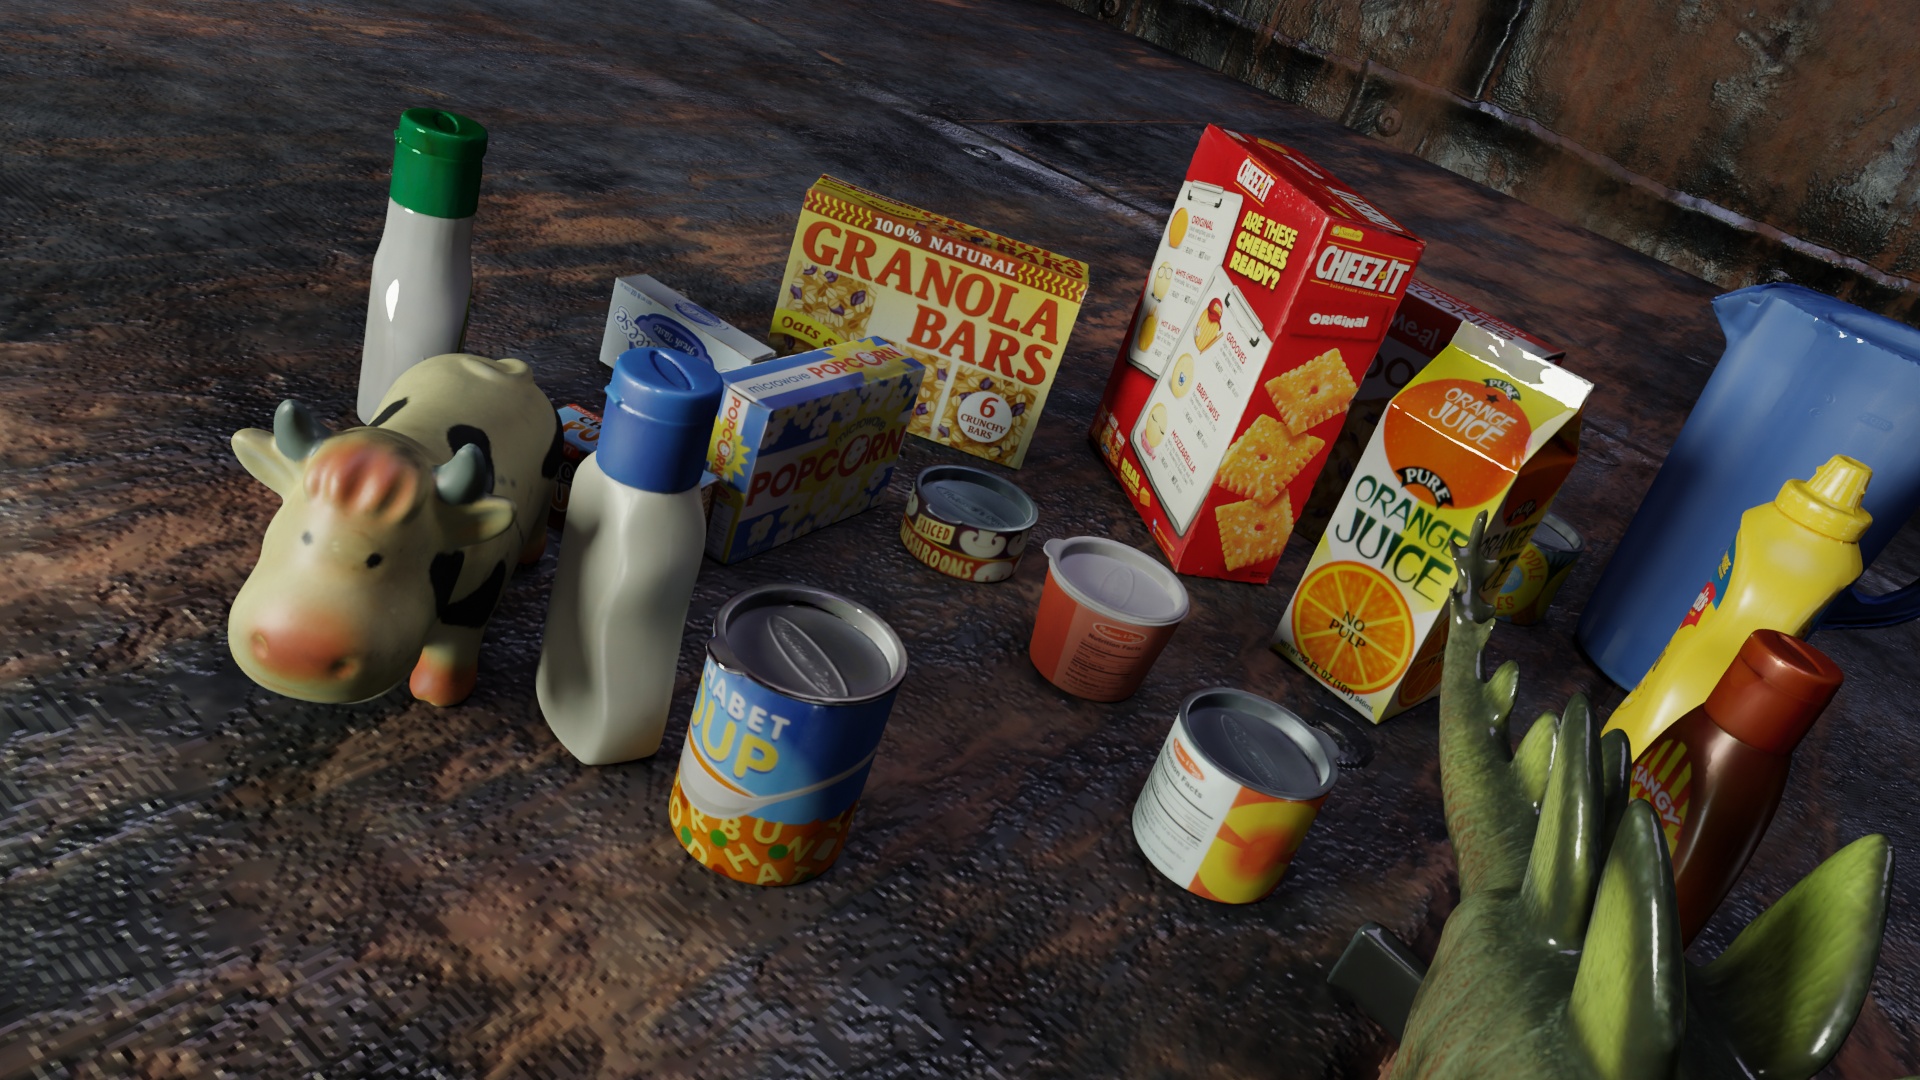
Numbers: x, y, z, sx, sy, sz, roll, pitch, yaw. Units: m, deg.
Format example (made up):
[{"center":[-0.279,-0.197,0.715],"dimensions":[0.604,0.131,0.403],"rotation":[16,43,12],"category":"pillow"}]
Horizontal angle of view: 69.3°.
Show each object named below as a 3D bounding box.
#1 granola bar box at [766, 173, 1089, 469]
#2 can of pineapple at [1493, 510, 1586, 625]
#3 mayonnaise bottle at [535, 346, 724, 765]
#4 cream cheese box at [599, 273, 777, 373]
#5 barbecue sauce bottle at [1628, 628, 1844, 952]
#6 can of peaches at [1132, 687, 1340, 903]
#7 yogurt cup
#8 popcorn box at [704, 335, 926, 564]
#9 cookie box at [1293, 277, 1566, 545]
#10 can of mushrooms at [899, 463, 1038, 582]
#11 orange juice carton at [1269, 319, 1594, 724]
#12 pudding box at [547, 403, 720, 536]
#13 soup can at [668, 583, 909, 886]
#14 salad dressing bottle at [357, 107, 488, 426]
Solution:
[{"center":[-0.022,-0.127,0.813],"dimensions":[0.166,0.123,0.039],"rotation":[19,27,-2],"category":"granola bar box"},{"center":[0.345,0.012,0.869],"dimensions":[0.071,0.057,0.071],"rotation":[15,28,-8],"category":"can of pineapple"},{"center":[-0.116,0.005,0.490],"dimensions":[0.041,0.147,0.065],"rotation":[-3,35,-37],"category":"mayonnaise bottle"},{"center":[-0.150,-0.100,0.760],"dimensions":[0.104,0.053,0.024],"rotation":[32,30,22],"category":"cream cheese box"},{"center":[0.308,0.106,0.580],"dimensions":[0.044,0.147,0.065],"rotation":[14,28,-11],"category":"barbecue sauce bottle"},{"center":[0.111,0.102,0.558],"dimensions":[0.071,0.057,0.071],"rotation":[15,28,-8],"category":"can of peaches"},{"center":[0.066,0.038,0.648],"dimensions":[0.072,0.053,0.073],"rotation":[15,28,-8],"category":"yogurt cup"},{"center":[-0.076,-0.047,0.677],"dimensions":[0.038,0.084,0.127],"rotation":[32,30,22],"category":"popcorn box"},{"center":[0.265,-0.066,0.841],"dimensions":[0.123,0.166,0.040],"rotation":[37,32,29],"category":"cookie box"},{"center":[0.003,-0.009,0.715],"dimensions":[0.071,0.033,0.071],"rotation":[15,28,-8],"category":"can of mushrooms"},{"center":[0.237,-0.009,0.694],"dimensions":[0.073,0.191,0.072],"rotation":[-11,40,-45],"category":"orange juice carton"},{"center":[-0.153,-0.021,0.621],"dimensions":[0.084,0.049,0.030],"rotation":[27,28,14],"category":"pudding box"},{"center":[-0.064,0.067,0.482],"dimensions":[0.071,0.083,0.072],"rotation":[15,28,-8],"category":"soup can"},{"center":[-0.245,-0.120,0.634],"dimensions":[0.044,0.147,0.064],"rotation":[3,31,-28],"category":"salad dressing bottle"}]
